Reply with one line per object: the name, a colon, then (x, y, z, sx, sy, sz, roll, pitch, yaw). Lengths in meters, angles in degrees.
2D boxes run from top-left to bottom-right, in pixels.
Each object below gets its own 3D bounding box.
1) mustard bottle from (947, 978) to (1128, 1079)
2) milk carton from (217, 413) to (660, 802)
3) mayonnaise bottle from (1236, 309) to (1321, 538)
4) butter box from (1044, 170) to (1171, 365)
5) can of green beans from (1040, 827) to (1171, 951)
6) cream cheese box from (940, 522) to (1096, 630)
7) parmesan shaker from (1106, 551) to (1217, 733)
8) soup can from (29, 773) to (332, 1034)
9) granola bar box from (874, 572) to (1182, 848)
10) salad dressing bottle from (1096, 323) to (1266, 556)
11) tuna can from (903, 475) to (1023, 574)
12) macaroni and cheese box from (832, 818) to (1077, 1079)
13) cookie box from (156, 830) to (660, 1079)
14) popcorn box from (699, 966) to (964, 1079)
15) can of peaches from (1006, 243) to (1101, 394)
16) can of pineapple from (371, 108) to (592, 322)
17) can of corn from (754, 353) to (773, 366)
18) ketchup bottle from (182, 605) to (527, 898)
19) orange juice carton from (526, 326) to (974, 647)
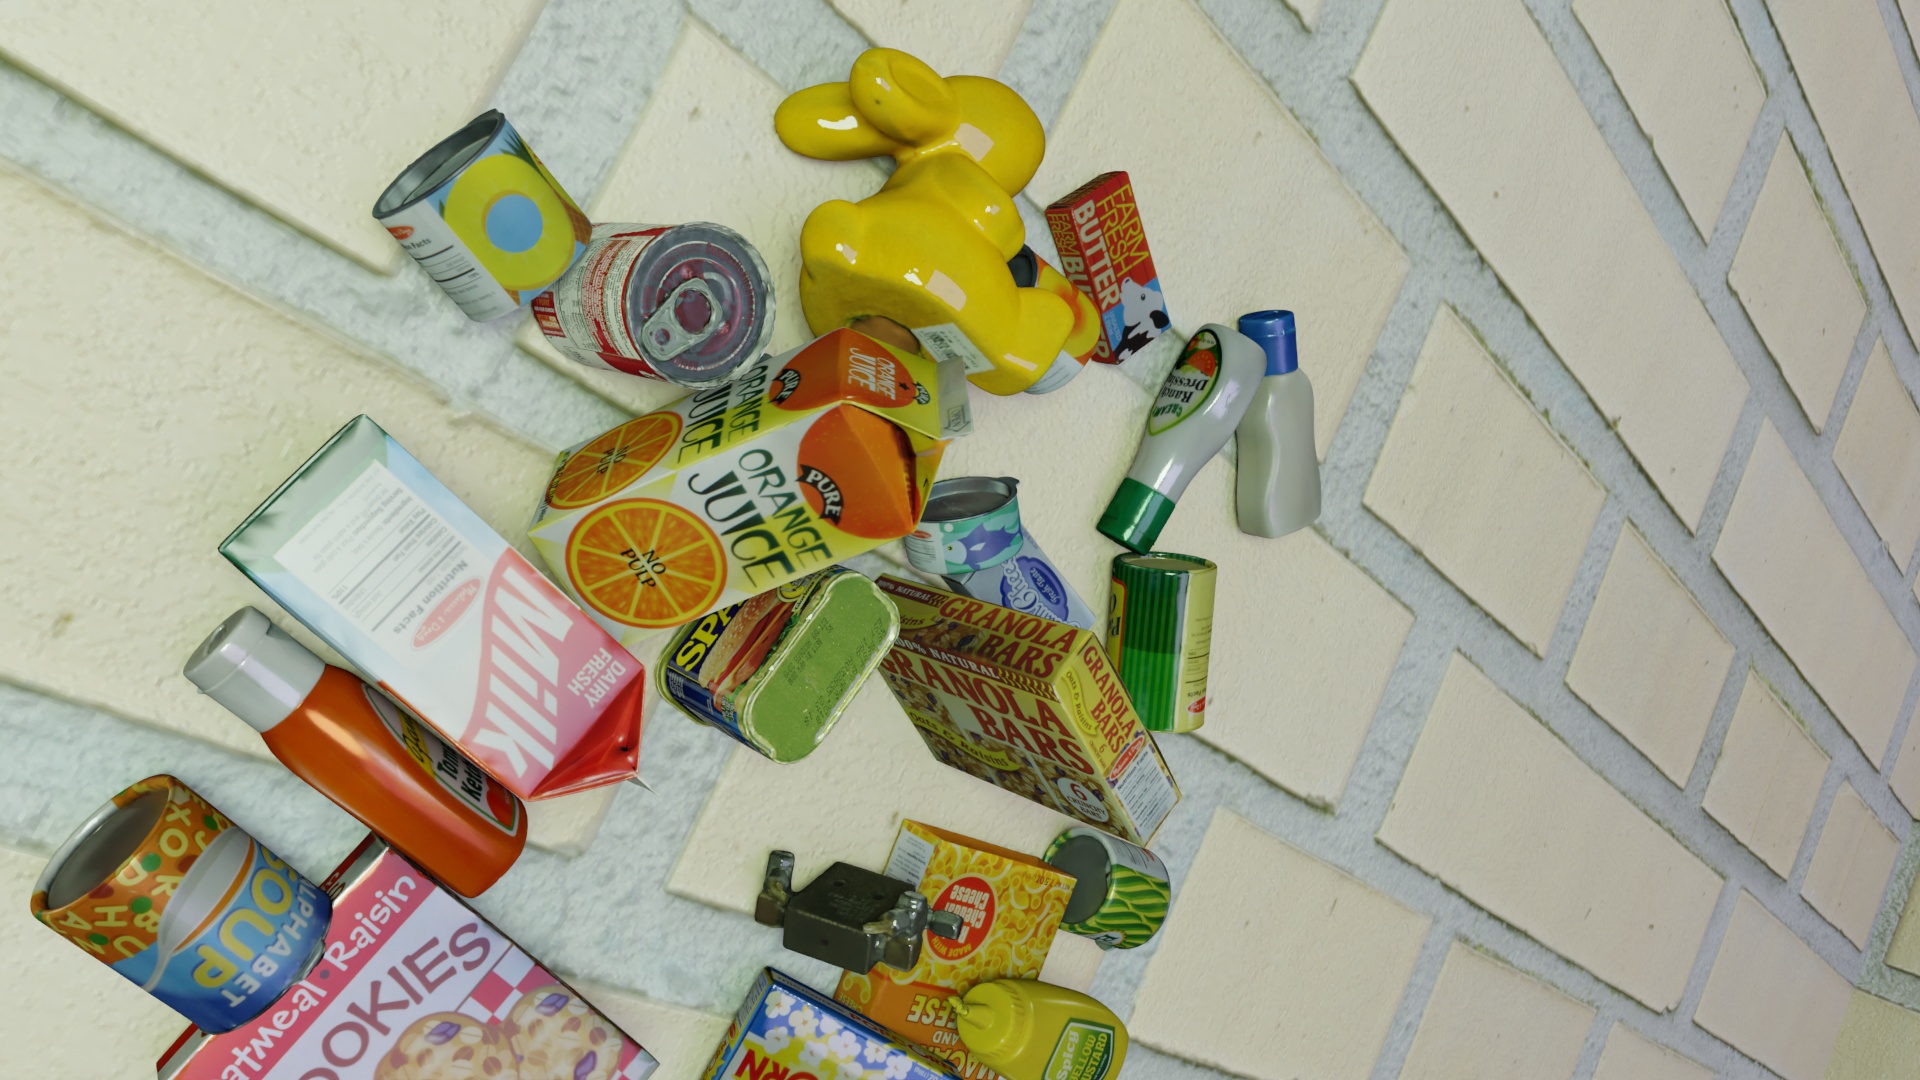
mustard bottle: (0.041, 0.290, 0.815, 0.160, 0.049, 0.065, 37, 75, -45)
milk carton: (-0.201, 0.042, 0.572, 0.190, 0.072, 0.074, 47, 70, -20)
mayonnaise bottle: (0.211, -0.079, 0.935, 0.065, 0.041, 0.147, -22, 112, -36)
butter box: (0.089, -0.162, 0.825, 0.053, 0.024, 0.103, -38, 122, -28)
can of green beans: (0.091, 0.222, 0.886, 0.058, 0.071, 0.071, 29, 81, -39)
cream cheese box: (0.037, 0.034, 0.826, 0.053, 0.024, 0.103, -52, 127, -17)
parmesan shaker: (0.126, 0.062, 0.882, 0.071, 0.071, 0.103, -4, 102, -39)
soup can: (-0.300, 0.141, 0.541, 0.071, 0.071, 0.083, -48, 126, -21)
granola bar box: (0.025, 0.086, 0.736, 0.039, 0.165, 0.123, -46, 125, -25)
salad dressing bottle: (0.136, -0.062, 0.866, 0.044, 0.064, 0.147, 31, 88, -29)
tuna can: (0.003, -0.010, 0.760, 0.071, 0.071, 0.032, -24, 116, -33)
macaroni and cheese box: (-0.011, 0.262, 0.828, 0.123, 0.040, 0.166, 26, 83, -40)
cookie box: (-0.236, 0.229, 0.609, 0.167, 0.040, 0.123, 48, 66, -20)
popcorn box: (-0.072, 0.299, 0.749, 0.126, 0.038, 0.085, 31, 83, -10)
can of peaches: (0.035, -0.123, 0.763, 0.058, 0.071, 0.071, 30, 81, -40)
can of pineapple: (-0.194, -0.133, 0.570, 0.071, 0.071, 0.057, -50, 127, -19)
can of corn: (-0.076, -0.057, 0.690, 0.071, 0.058, 0.071, -11, 107, -38)
ketchup bottle: (-0.249, 0.088, 0.580, 0.043, 0.065, 0.148, -45, 118, -5)
orange juice carton: (-0.084, -0.030, 0.612, 0.192, 0.072, 0.072, -22, 122, 11)
